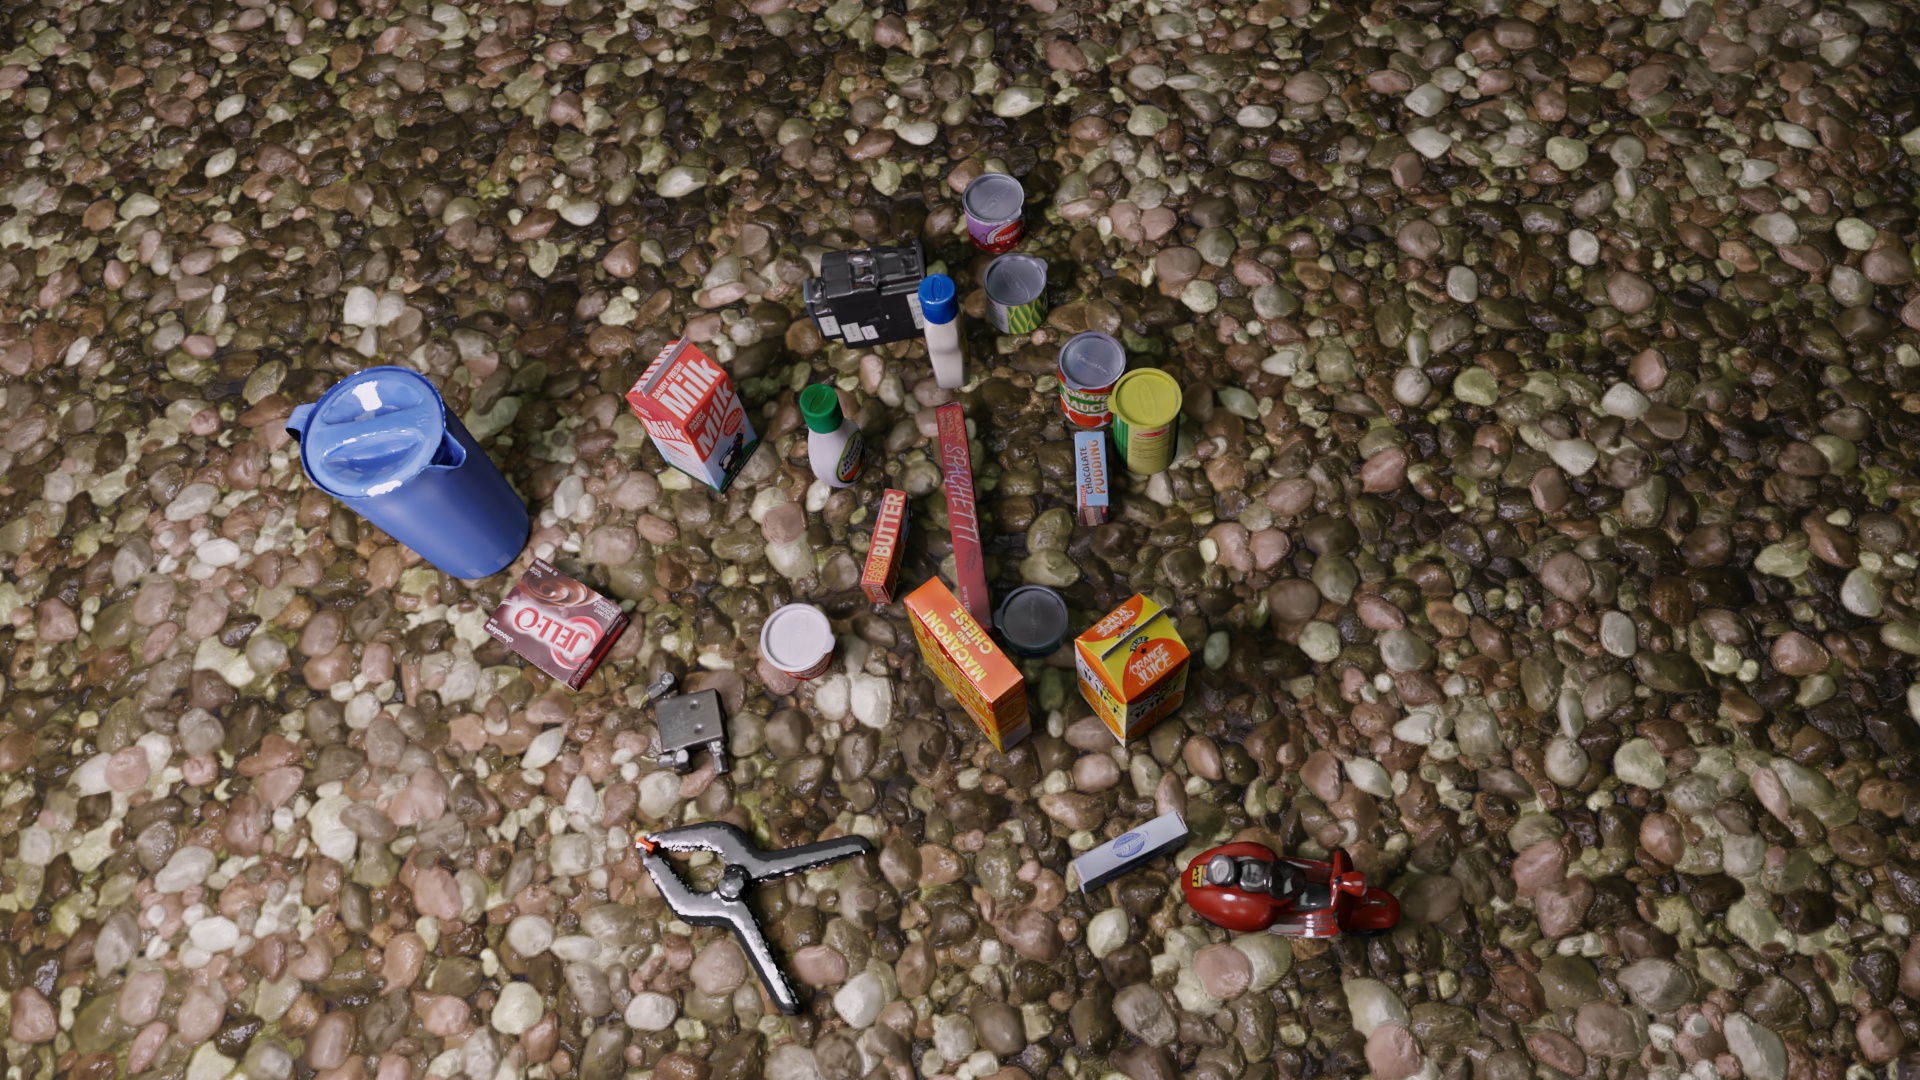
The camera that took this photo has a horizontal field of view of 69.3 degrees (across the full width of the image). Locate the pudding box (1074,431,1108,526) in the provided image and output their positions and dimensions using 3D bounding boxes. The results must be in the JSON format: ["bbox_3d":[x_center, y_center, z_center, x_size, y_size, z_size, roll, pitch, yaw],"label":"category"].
[{"bbox_3d":[0.130,-0.062,1.377,0.030,0.049,0.084,-3,66,5],"label":"pudding box"}]

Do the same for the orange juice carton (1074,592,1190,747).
[{"bbox_3d":[0.151,0.111,1.221,0.072,0.192,0.073,-35,68,-9],"label":"orange juice carton"}]

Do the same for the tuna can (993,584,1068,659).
[{"bbox_3d":[0.068,0.078,1.330,0.071,0.032,0.071,-2,66,5],"label":"tuna can"}]

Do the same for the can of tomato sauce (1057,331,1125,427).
[{"bbox_3d":[0.132,-0.160,1.402,0.071,0.082,0.071,-2,66,5],"label":"can of tomato sauce"}]

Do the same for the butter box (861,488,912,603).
[{"bbox_3d":[-0.071,0.006,1.365,0.024,0.053,0.104,9,68,10],"label":"butter box"}]

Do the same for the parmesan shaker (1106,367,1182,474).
[{"bbox_3d":[0.179,-0.115,1.366,0.071,0.102,0.071,-2,66,5],"label":"parmesan shaker"}]

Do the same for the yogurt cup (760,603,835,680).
[{"bbox_3d":[-0.153,0.100,1.332,0.072,0.053,0.072,-2,66,5],"label":"yogurt cup"}]

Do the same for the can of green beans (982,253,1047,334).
[{"bbox_3d":[0.059,-0.260,1.467,0.071,0.057,0.071,-2,66,5],"label":"can of green beans"}]

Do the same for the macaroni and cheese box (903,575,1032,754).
[{"bbox_3d":[0.009,0.115,1.247,0.040,0.166,0.124,-37,68,-10],"label":"macaroni and cheese box"}]

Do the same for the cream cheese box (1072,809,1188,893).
[{"bbox_3d":[0.149,0.275,1.224,0.104,0.053,0.024,-25,67,-5],"label":"cream cheese box"}]

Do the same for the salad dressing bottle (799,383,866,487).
[{"bbox_3d":[-0.127,-0.103,1.368,0.044,0.147,0.064,24,71,15],"label":"salad dressing bottle"}]

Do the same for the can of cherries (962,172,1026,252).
[{"bbox_3d":[0.039,-0.354,1.510,0.071,0.058,0.072,-2,66,5],"label":"can of cherries"}]

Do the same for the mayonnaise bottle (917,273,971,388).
[{"bbox_3d":[-0.016,-0.213,1.405,0.041,0.147,0.065,-3,66,5],"label":"mayonnaise bottle"}]

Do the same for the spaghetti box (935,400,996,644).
[{"bbox_3d":[0.005,-0.017,1.370,0.029,0.050,0.251,-9,66,2],"label":"spaghetti box"}]

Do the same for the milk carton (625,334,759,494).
[{"bbox_3d":[-0.266,-0.128,1.369,0.073,0.190,0.072,28,72,17],"label":"milk carton"}]
